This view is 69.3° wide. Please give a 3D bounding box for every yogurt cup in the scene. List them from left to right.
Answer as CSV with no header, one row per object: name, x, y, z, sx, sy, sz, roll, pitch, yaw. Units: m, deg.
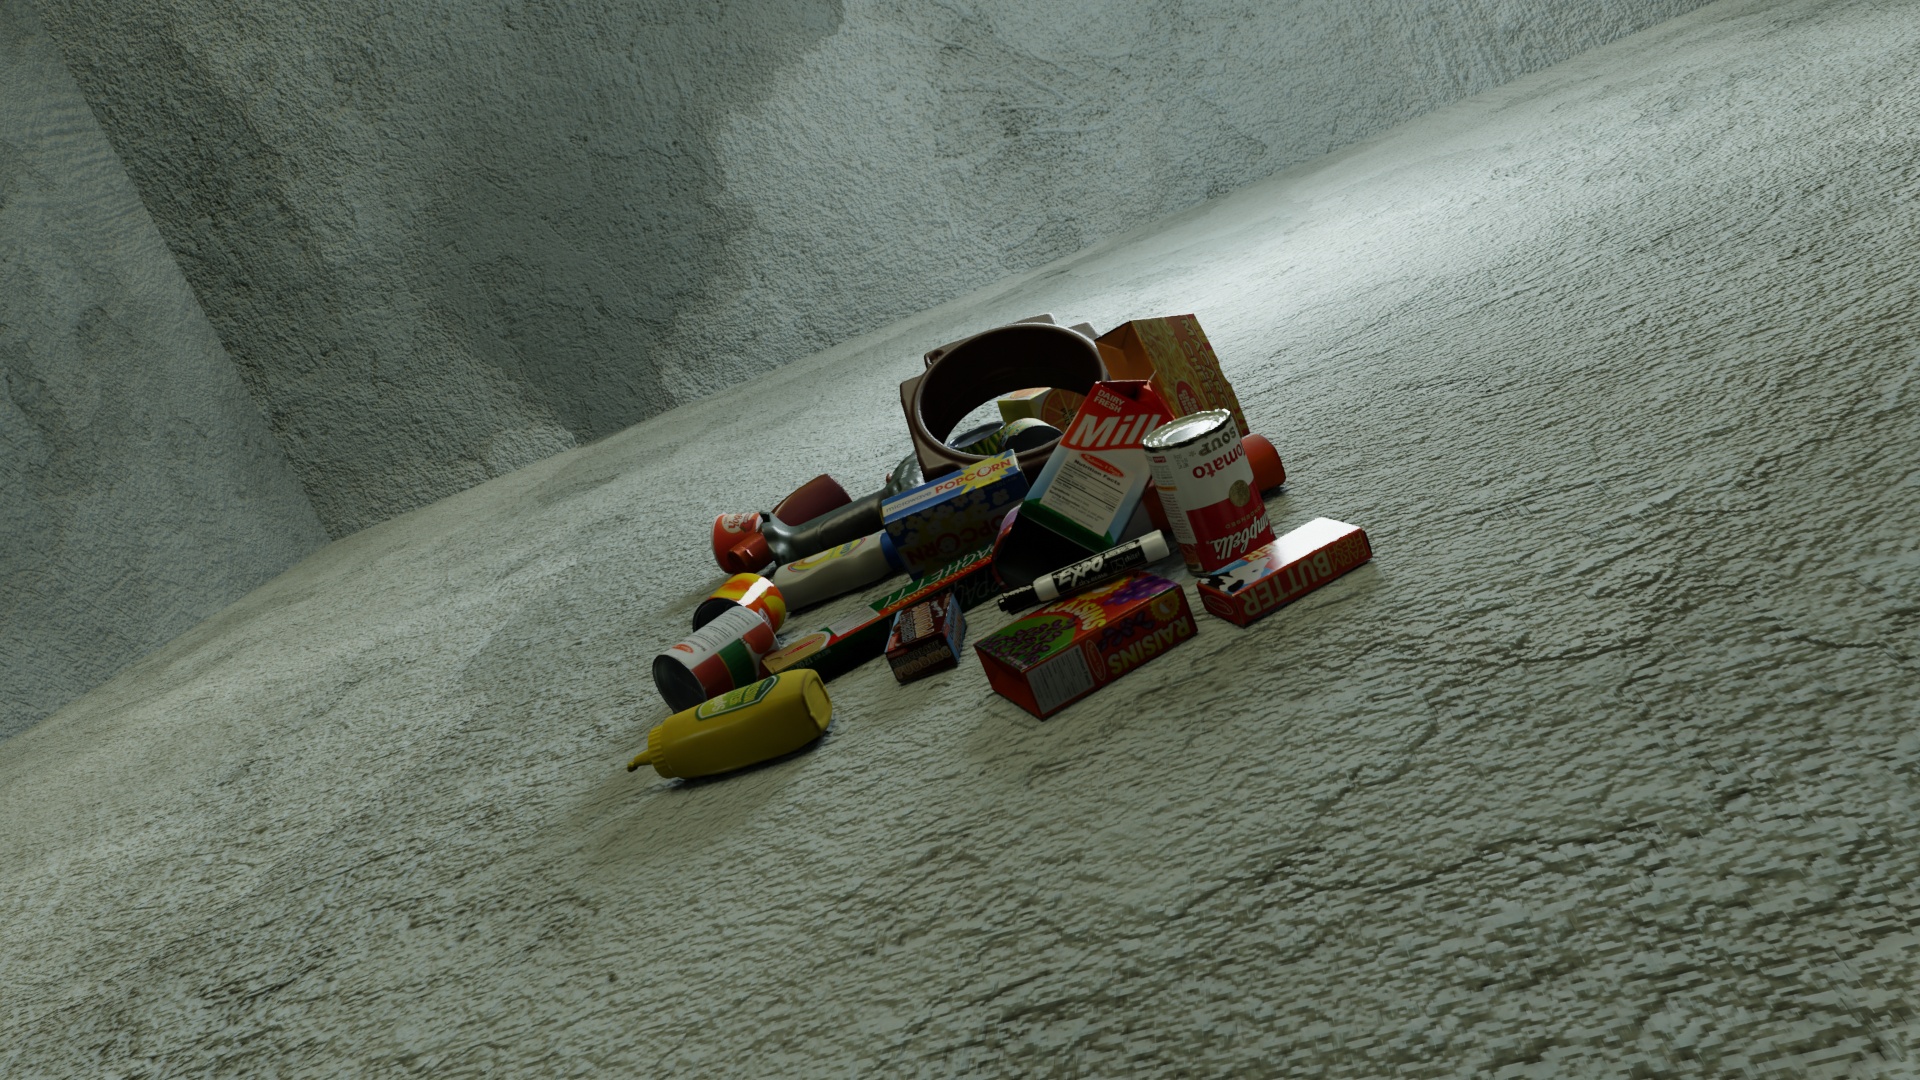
yogurt cup,-0.237,0.000,1.533,0.054,0.072,0.073,-10,19,16

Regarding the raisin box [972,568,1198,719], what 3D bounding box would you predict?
raisin box,0.081,0.064,0.917,0.124,0.040,0.086,-26,15,-15

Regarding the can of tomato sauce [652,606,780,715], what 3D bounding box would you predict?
can of tomato sauce,-0.197,0.103,1.134,0.071,0.071,0.083,-7,22,46

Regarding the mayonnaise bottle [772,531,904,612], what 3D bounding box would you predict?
mayonnaise bottle,-0.102,0.022,1.306,0.148,0.041,0.065,-20,16,11

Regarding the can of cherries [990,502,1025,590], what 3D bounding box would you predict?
can of cherries,0.057,0.009,1.084,0.071,0.071,0.058,-19,17,15

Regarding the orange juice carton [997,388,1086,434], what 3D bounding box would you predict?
orange juice carton,0.143,-0.158,1.505,0.193,0.073,0.072,-29,16,-23

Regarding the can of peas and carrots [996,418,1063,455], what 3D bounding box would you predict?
can of peas and carrots,0.070,-0.086,1.374,0.071,0.070,0.059,-24,15,-4

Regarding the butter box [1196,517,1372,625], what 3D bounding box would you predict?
butter box,0.212,0.019,0.910,0.104,0.024,0.053,-26,15,-11

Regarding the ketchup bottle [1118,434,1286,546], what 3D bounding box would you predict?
ketchup bottle,0.179,-0.036,1.103,0.149,0.043,0.065,-24,13,-3

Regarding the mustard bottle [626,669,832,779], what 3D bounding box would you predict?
mustard bottle,-0.174,0.140,1.003,0.160,0.048,0.065,-20,14,11

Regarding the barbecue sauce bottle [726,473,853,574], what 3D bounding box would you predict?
barbecue sauce bottle,-0.184,-0.012,1.498,0.149,0.065,0.043,-37,-4,-33

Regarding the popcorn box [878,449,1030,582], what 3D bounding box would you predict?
popcorn box,0.004,-0.015,1.191,0.127,0.085,0.038,-22,35,6

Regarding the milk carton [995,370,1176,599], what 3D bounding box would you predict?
milk carton,0.103,-0.048,1.037,0.191,0.073,0.072,-58,-8,-37

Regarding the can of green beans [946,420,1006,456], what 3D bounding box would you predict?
can of green beans,0.027,-0.086,1.454,0.071,0.057,0.071,-21,15,6

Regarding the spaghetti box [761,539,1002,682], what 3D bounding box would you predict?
spaghetti box,-0.040,0.056,1.130,0.251,0.028,0.050,-27,16,-13

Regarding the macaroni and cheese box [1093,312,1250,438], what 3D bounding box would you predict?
macaroni and cheese box,0.186,-0.129,1.186,0.040,0.123,0.167,-26,-2,30

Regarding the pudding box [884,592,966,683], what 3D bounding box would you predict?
pudding box,-0.026,0.073,1.052,0.049,0.030,0.084,-21,15,11

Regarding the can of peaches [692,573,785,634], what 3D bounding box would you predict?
can of peaches,-0.194,0.070,1.237,0.071,0.071,0.058,-17,16,22
